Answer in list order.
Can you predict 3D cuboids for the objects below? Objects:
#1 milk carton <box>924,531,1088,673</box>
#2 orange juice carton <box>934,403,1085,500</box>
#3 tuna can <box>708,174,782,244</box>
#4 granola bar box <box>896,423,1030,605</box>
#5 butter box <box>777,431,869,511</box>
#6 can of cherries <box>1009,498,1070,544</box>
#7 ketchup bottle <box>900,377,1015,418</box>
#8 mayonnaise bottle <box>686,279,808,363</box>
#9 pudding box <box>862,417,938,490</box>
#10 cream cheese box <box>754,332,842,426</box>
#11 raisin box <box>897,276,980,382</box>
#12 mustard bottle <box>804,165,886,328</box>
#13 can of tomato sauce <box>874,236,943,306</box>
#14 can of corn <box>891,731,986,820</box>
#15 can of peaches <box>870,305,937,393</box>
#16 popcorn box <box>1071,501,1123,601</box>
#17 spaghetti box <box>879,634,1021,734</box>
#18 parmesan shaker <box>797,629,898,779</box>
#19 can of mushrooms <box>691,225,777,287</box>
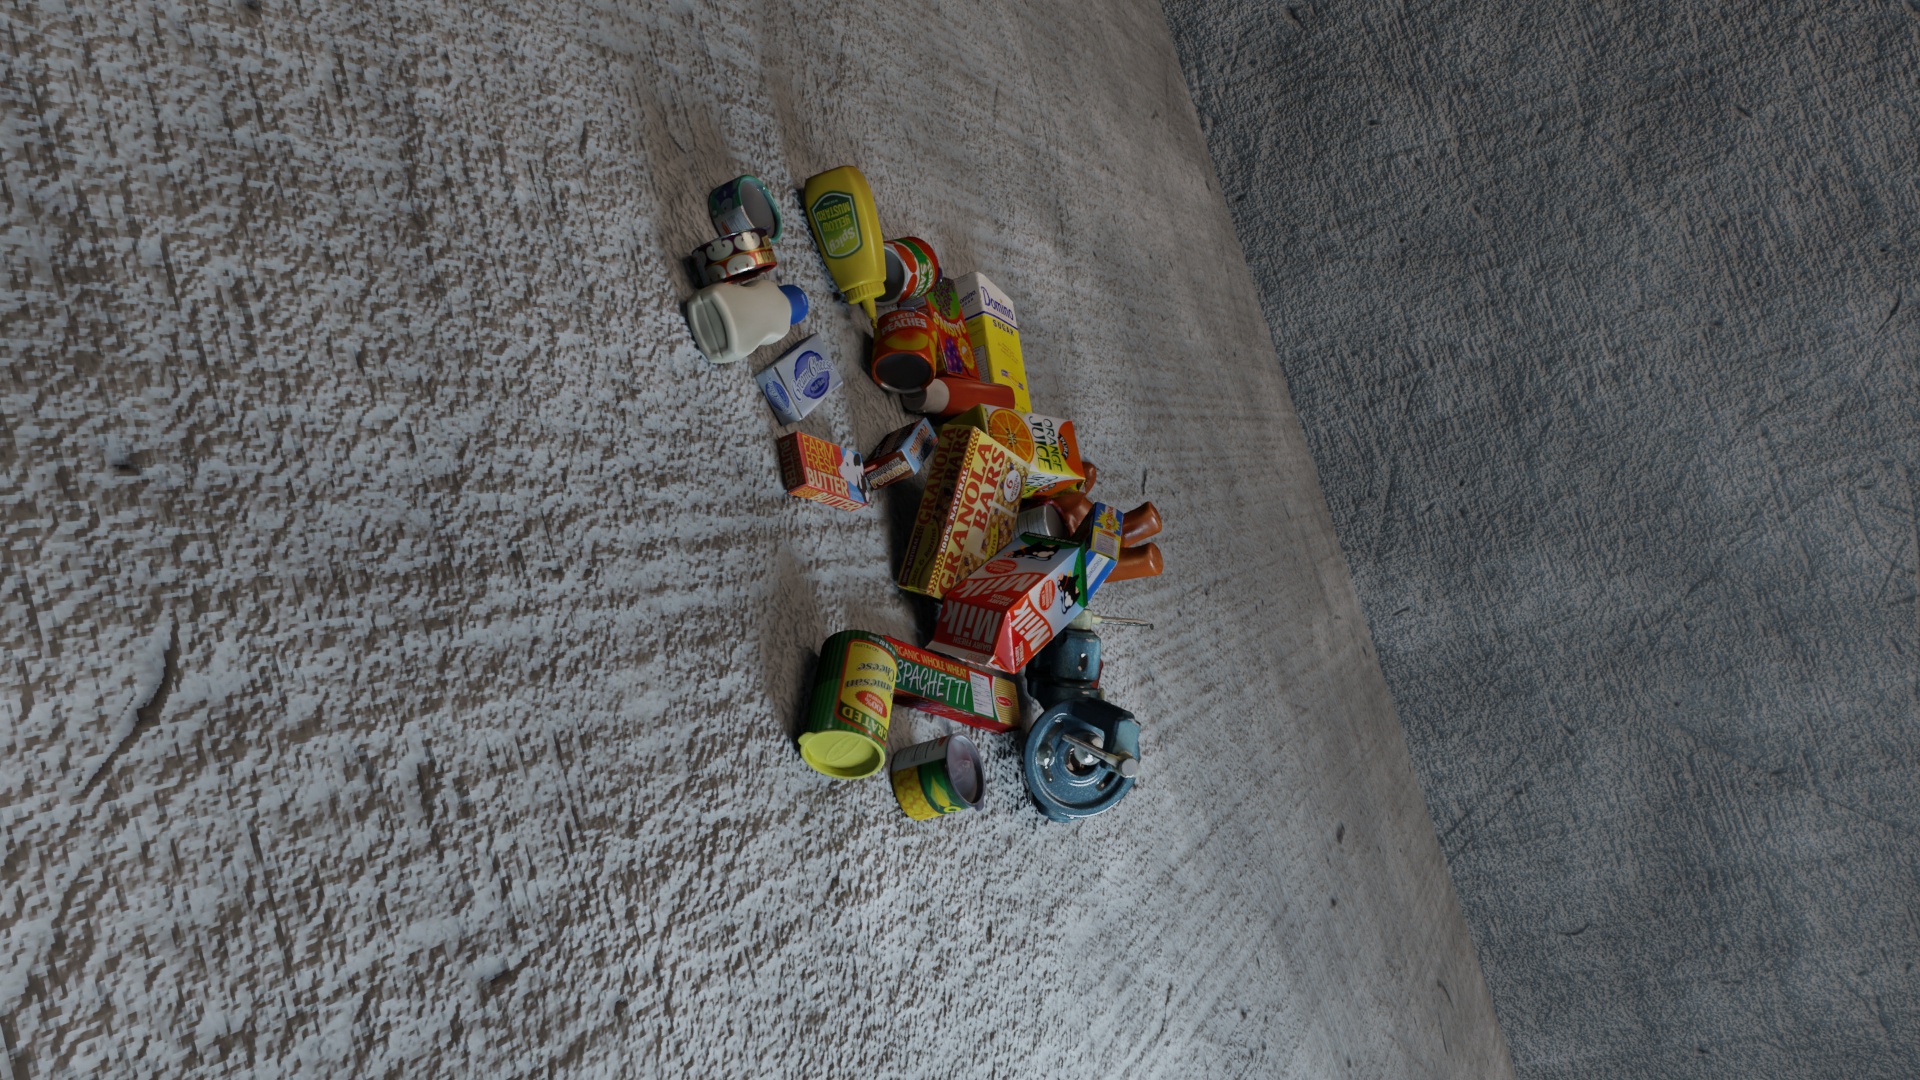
[{"bbox_3d":[0.047,0.067,1.342,0.191,0.072,0.073,-37,129,-46],"label":"milk carton"},{"bbox_3d":[0.069,-0.093,1.524,0.193,0.073,0.072,5,67,-45],"label":"orange juice carton"},{"bbox_3d":[-0.192,-0.294,1.247,0.071,0.033,0.071,43,38,-45],"label":"tuna can"},{"bbox_3d":[0.005,-0.017,1.359,0.124,0.039,0.165,29,75,-57],"label":"granola bar box"},{"bbox_3d":[-0.121,-0.061,1.235,0.103,0.024,0.053,16,58,-60],"label":"butter box"},{"bbox_3d":[0.086,-0.008,1.571,0.071,0.058,0.072,43,37,-44],"label":"can of cherries"},{"bbox_3d":[-0.005,-0.152,1.491,0.149,0.064,0.043,-2,88,-55],"label":"ketchup bottle"},{"bbox_3d":[-0.179,-0.194,1.196,0.149,0.041,0.064,-39,113,-65],"label":"mayonnaise bottle"},{"bbox_3d":[-0.058,-0.084,1.348,0.030,0.049,0.084,61,27,-17],"label":"pudding box"},{"bbox_3d":[-0.143,-0.146,1.250,0.053,0.024,0.104,63,26,-16],"label":"cream cheese box"},{"bbox_3d":[-0.025,-0.231,1.528,0.086,0.040,0.123,1,72,-64],"label":"raisin box"},{"bbox_3d":[-0.106,-0.289,1.381,0.049,0.065,0.160,-28,101,-69],"label":"mustard bottle"},{"bbox_3d":[-0.067,-0.279,1.444,0.071,0.071,0.083,68,26,-7],"label":"can of tomato sauce"},{"bbox_3d":[-0.018,0.208,1.211,0.071,0.058,0.071,44,36,-44],"label":"can of corn"},{"bbox_3d":[-0.057,-0.192,1.403,0.071,0.071,0.058,44,37,-44],"label":"can of peaches"},{"bbox_3d":[0.138,0.028,1.574,0.038,0.126,0.085,23,41,-9],"label":"popcorn box"},{"bbox_3d":[-0.015,0.138,1.302,0.250,0.028,0.050,27,49,-56],"label":"spaghetti box"},{"bbox_3d":[-0.090,0.129,1.116,0.071,0.071,0.103,50,32,-37],"label":"parmesan shaker"},{"bbox_3d":[-0.188,-0.239,1.172,0.071,0.071,0.033,-29,101,-65],"label":"can of mushrooms"}]
